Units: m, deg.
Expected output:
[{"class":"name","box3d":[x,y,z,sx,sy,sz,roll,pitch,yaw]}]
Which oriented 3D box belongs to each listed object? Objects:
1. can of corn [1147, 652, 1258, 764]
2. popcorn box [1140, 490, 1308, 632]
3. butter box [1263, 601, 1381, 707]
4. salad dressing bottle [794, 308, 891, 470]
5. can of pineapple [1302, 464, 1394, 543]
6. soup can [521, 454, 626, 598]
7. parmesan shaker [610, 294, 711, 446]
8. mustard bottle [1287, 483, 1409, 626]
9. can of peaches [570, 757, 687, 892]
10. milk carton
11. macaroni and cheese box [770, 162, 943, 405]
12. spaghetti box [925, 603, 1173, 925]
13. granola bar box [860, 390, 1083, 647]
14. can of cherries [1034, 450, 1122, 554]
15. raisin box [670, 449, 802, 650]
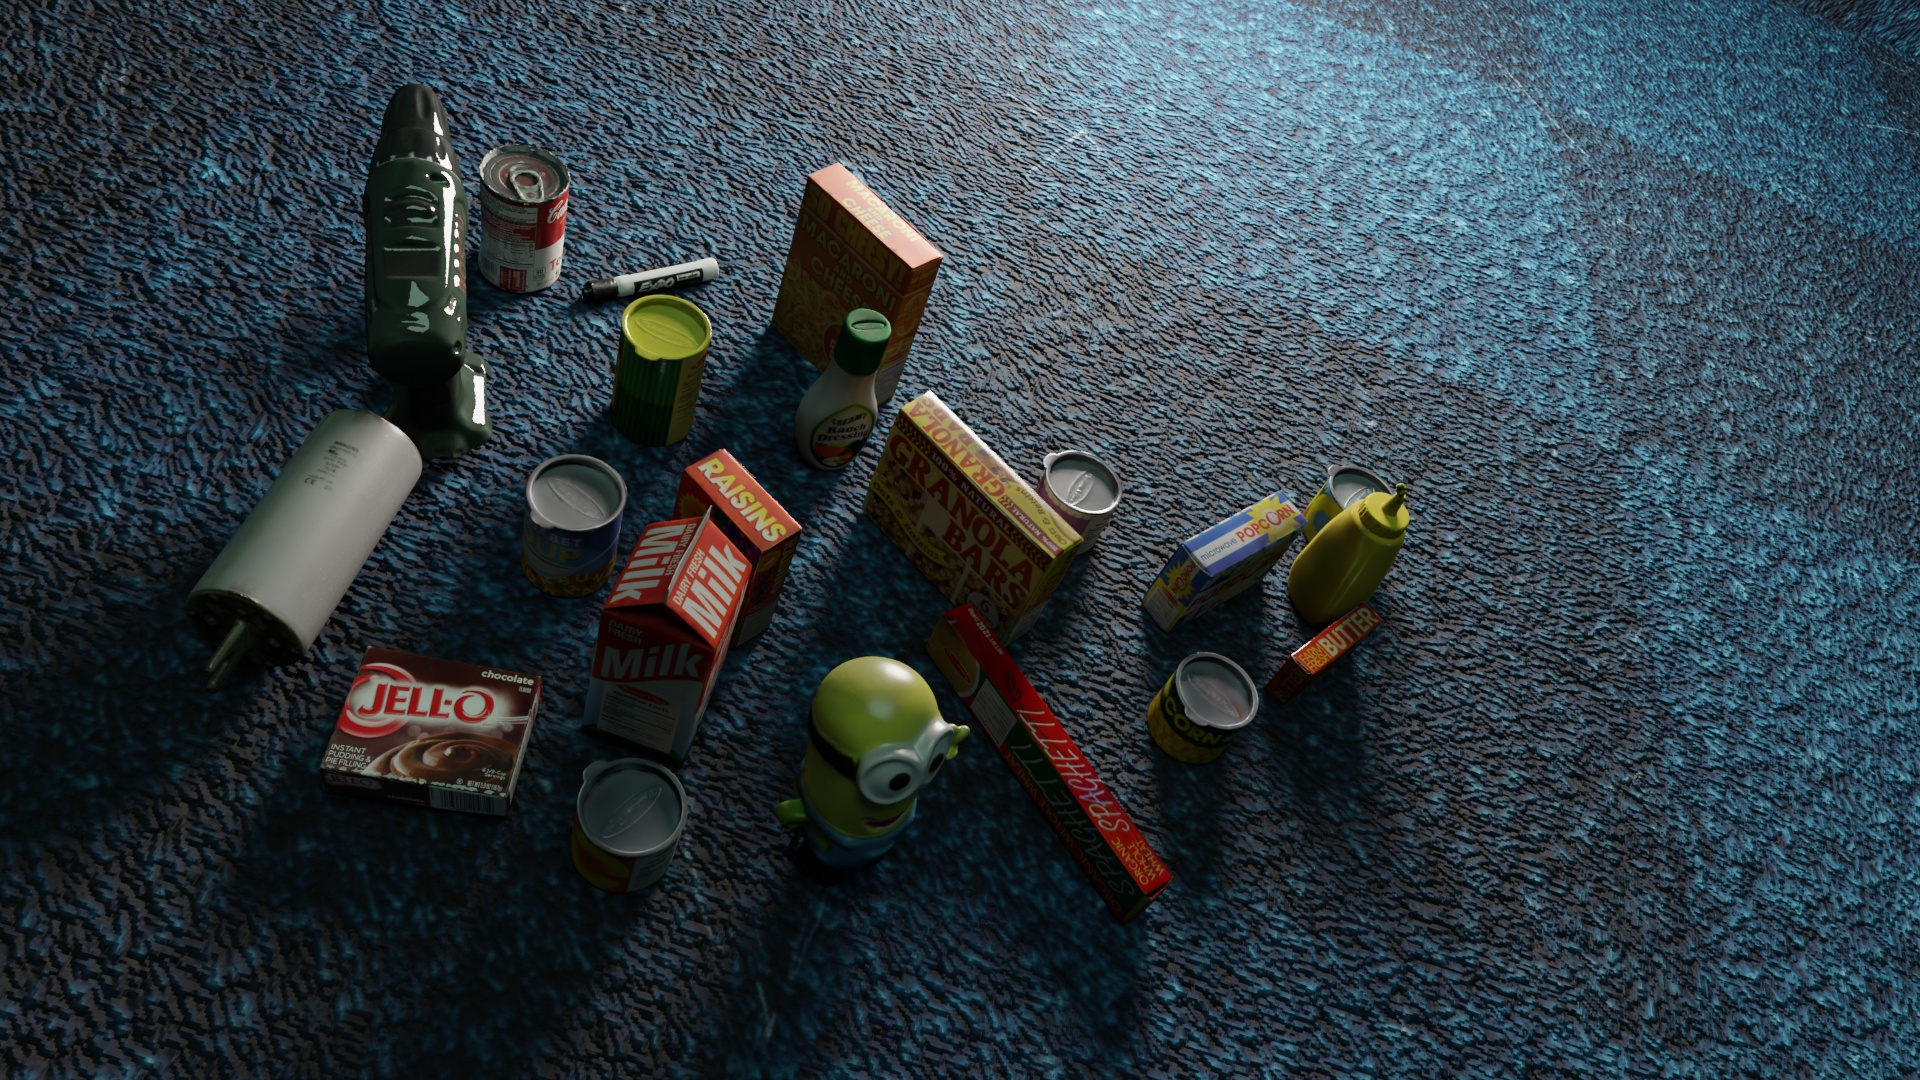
[{"class":"can of corn","box3d":[0.180,0.129,1.048,0.071,0.058,0.071,10,50,-13]},{"class":"popcorn box","box3d":[0.215,0.017,1.131,0.127,0.084,0.038,-25,65,-34]},{"class":"butter box","box3d":[0.293,0.092,1.123,0.104,0.052,0.024,-29,67,-35]},{"class":"salad dressing bottle","box3d":[-0.090,-0.116,1.081,0.064,0.146,0.044,-8,57,-26]},{"class":"can of pineapple","box3d":[0.343,-0.025,1.231,0.071,0.057,0.071,10,50,-13]},{"class":"soup can","box3d":[-0.273,-0.007,0.968,0.071,0.083,0.072,10,51,-13]},{"class":"parmesan shaker","box3d":[-0.233,-0.127,1.065,0.071,0.102,0.072,10,51,-13]},{"class":"mustard bottle","box3d":[0.324,0.007,1.132,0.049,0.159,0.065,-6,56,-25]},{"class":"can of peaches","box3d":[-0.208,0.176,0.864,0.071,0.057,0.071,10,50,-13]},{"class":"milk carton","box3d":[-0.185,0.059,0.878,0.073,0.189,0.073,21,49,-4]},{"class":"macaroni and cheese box","box3d":[-0.088,-0.205,1.140,0.124,0.165,0.040,44,51,15]},{"class":"spaghetti box","box3d":[0.059,0.155,0.986,0.029,0.050,0.250,-22,63,-33]},{"class":"granola bar box","box3d":[0.004,-0.013,1.050,0.166,0.123,0.039,45,52,16]},{"class":"can of cherries","box3d":[0.090,-0.032,1.141,0.071,0.058,0.072,10,50,-13]},{"class":"raisin box","box3d":[-0.162,0.008,0.972,0.086,0.122,0.040,45,52,16]}]
